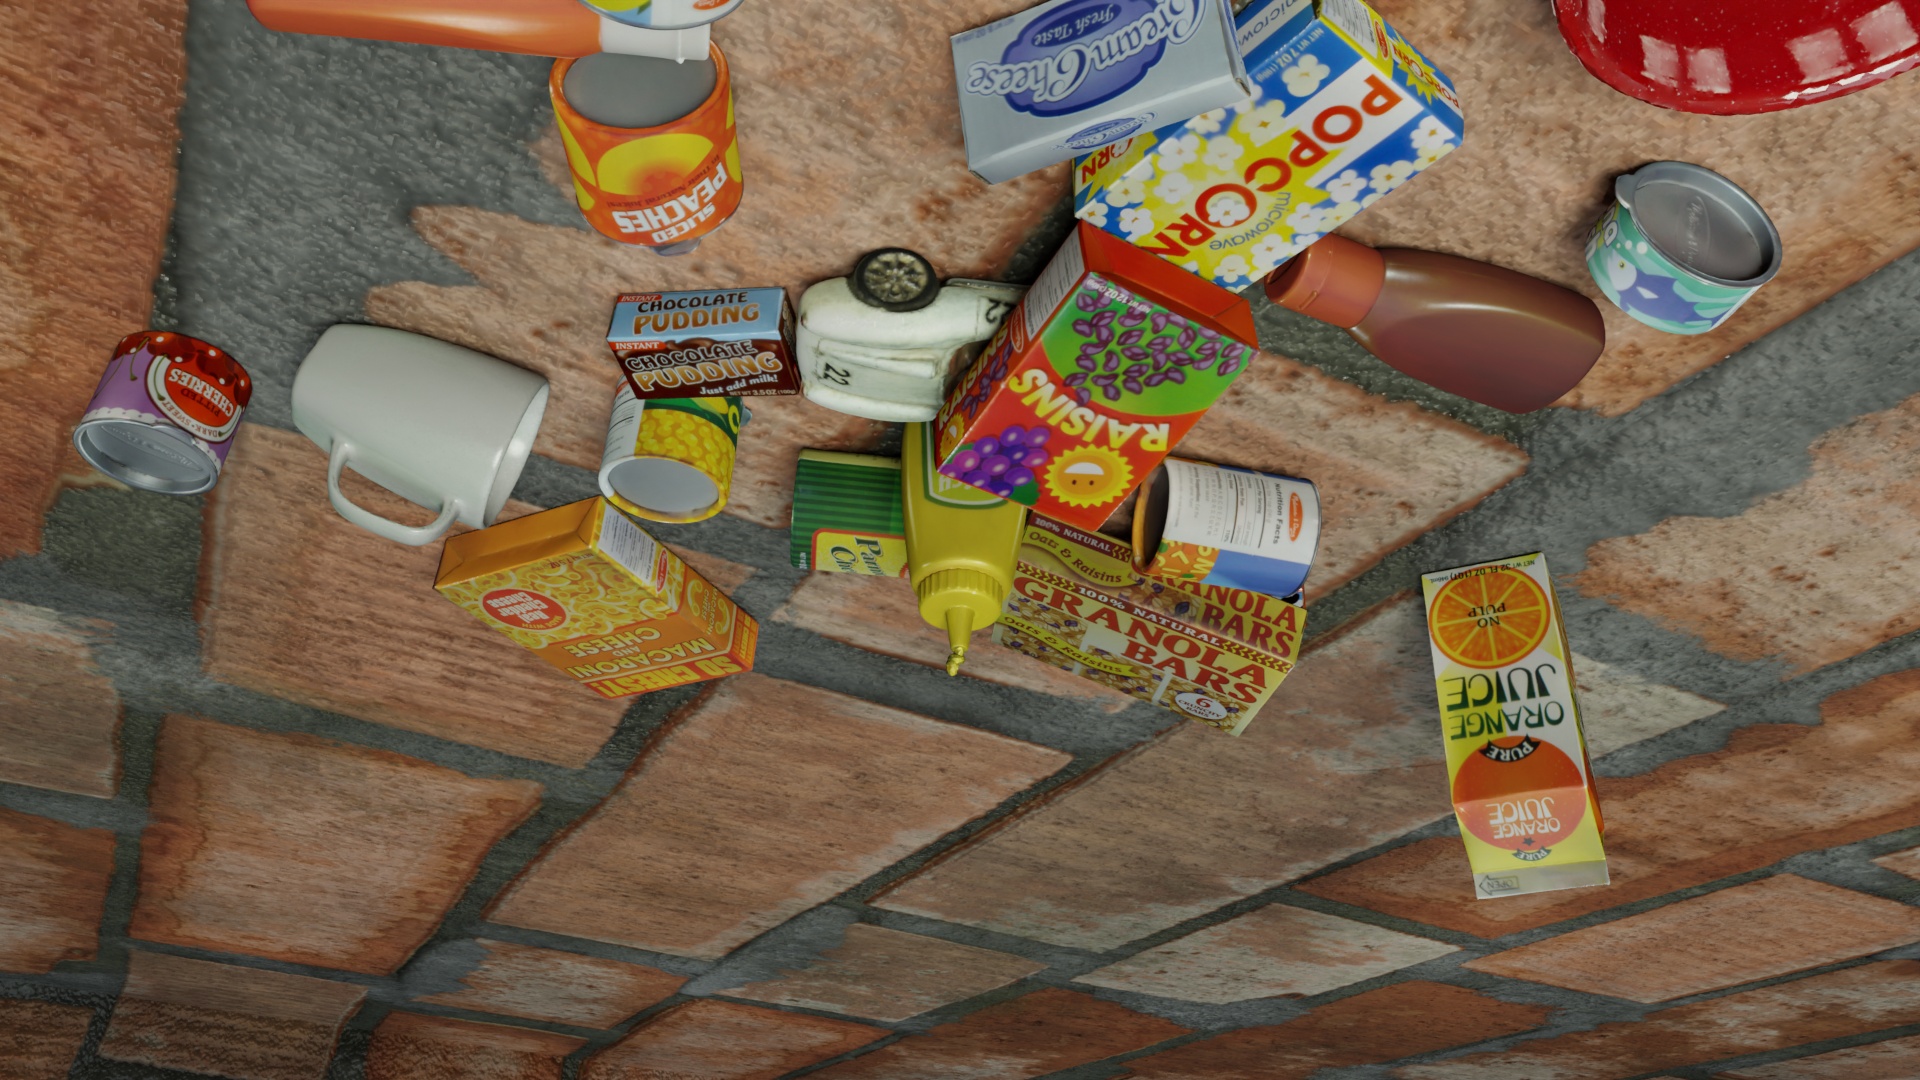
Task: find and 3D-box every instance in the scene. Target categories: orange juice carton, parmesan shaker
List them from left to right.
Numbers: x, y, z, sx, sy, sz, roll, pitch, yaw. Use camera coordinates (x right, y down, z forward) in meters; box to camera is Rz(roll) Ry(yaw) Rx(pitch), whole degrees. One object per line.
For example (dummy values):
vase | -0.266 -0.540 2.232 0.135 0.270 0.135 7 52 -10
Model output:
parmesan shaker | -0.038 -0.012 0.758 0.103 0.071 0.071 5 148 -3
orange juice carton | 0.322 0.110 0.807 0.071 0.193 0.073 -13 144 26

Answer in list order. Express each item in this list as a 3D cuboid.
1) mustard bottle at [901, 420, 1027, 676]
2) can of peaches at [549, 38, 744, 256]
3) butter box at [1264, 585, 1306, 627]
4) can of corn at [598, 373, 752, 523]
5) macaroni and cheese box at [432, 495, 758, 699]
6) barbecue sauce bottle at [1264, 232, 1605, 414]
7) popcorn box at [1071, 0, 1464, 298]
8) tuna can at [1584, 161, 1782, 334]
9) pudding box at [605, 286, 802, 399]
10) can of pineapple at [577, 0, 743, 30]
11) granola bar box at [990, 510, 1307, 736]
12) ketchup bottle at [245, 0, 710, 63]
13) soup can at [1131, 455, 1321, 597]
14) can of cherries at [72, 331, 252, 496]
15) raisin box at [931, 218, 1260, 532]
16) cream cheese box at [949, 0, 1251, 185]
mustard bottle | 0.002 -0.008 0.670 0.065 0.161 0.048 2 147 -1
can of peaches | -0.117 -0.153 0.529 0.071 0.071 0.057 3 147 -1
butter box | 0.161 0.038 0.863 0.103 0.024 0.053 -5 147 12
can of corn | -0.145 -0.049 0.712 0.071 0.058 0.070 2 148 1
macaroni and cheese box | -0.226 0.041 0.882 0.123 0.040 0.166 -13 145 24
barbecue sauce bottle | 0.207 -0.101 0.616 0.148 0.044 0.064 15 146 -18
popcorn box | 0.116 -0.153 0.542 0.085 0.038 0.126 24 142 -31
tuna can | 0.288 -0.119 0.560 0.071 0.071 0.032 8 148 -9
pudding box | -0.120 -0.094 0.664 0.084 0.030 0.049 -1 147 6
can of pineapple | -0.099 -0.209 0.443 0.071 0.071 0.057 8 147 -9
granola bar box | 0.107 0.051 0.822 0.166 0.039 0.123 21 153 6
ketchup bottle | -0.162 -0.192 0.482 0.149 0.065 0.043 2 113 -12
soup can | 0.141 -0.007 0.752 0.084 0.072 0.071 9 148 -9
can of cherries | -0.402 -0.065 0.706 0.071 0.059 0.071 2 147 2
raisin box | 0.054 -0.066 0.591 0.086 0.040 0.122 20 133 -23
cream cheese box | 0.048 -0.171 0.502 0.103 0.053 0.024 -13 171 24
